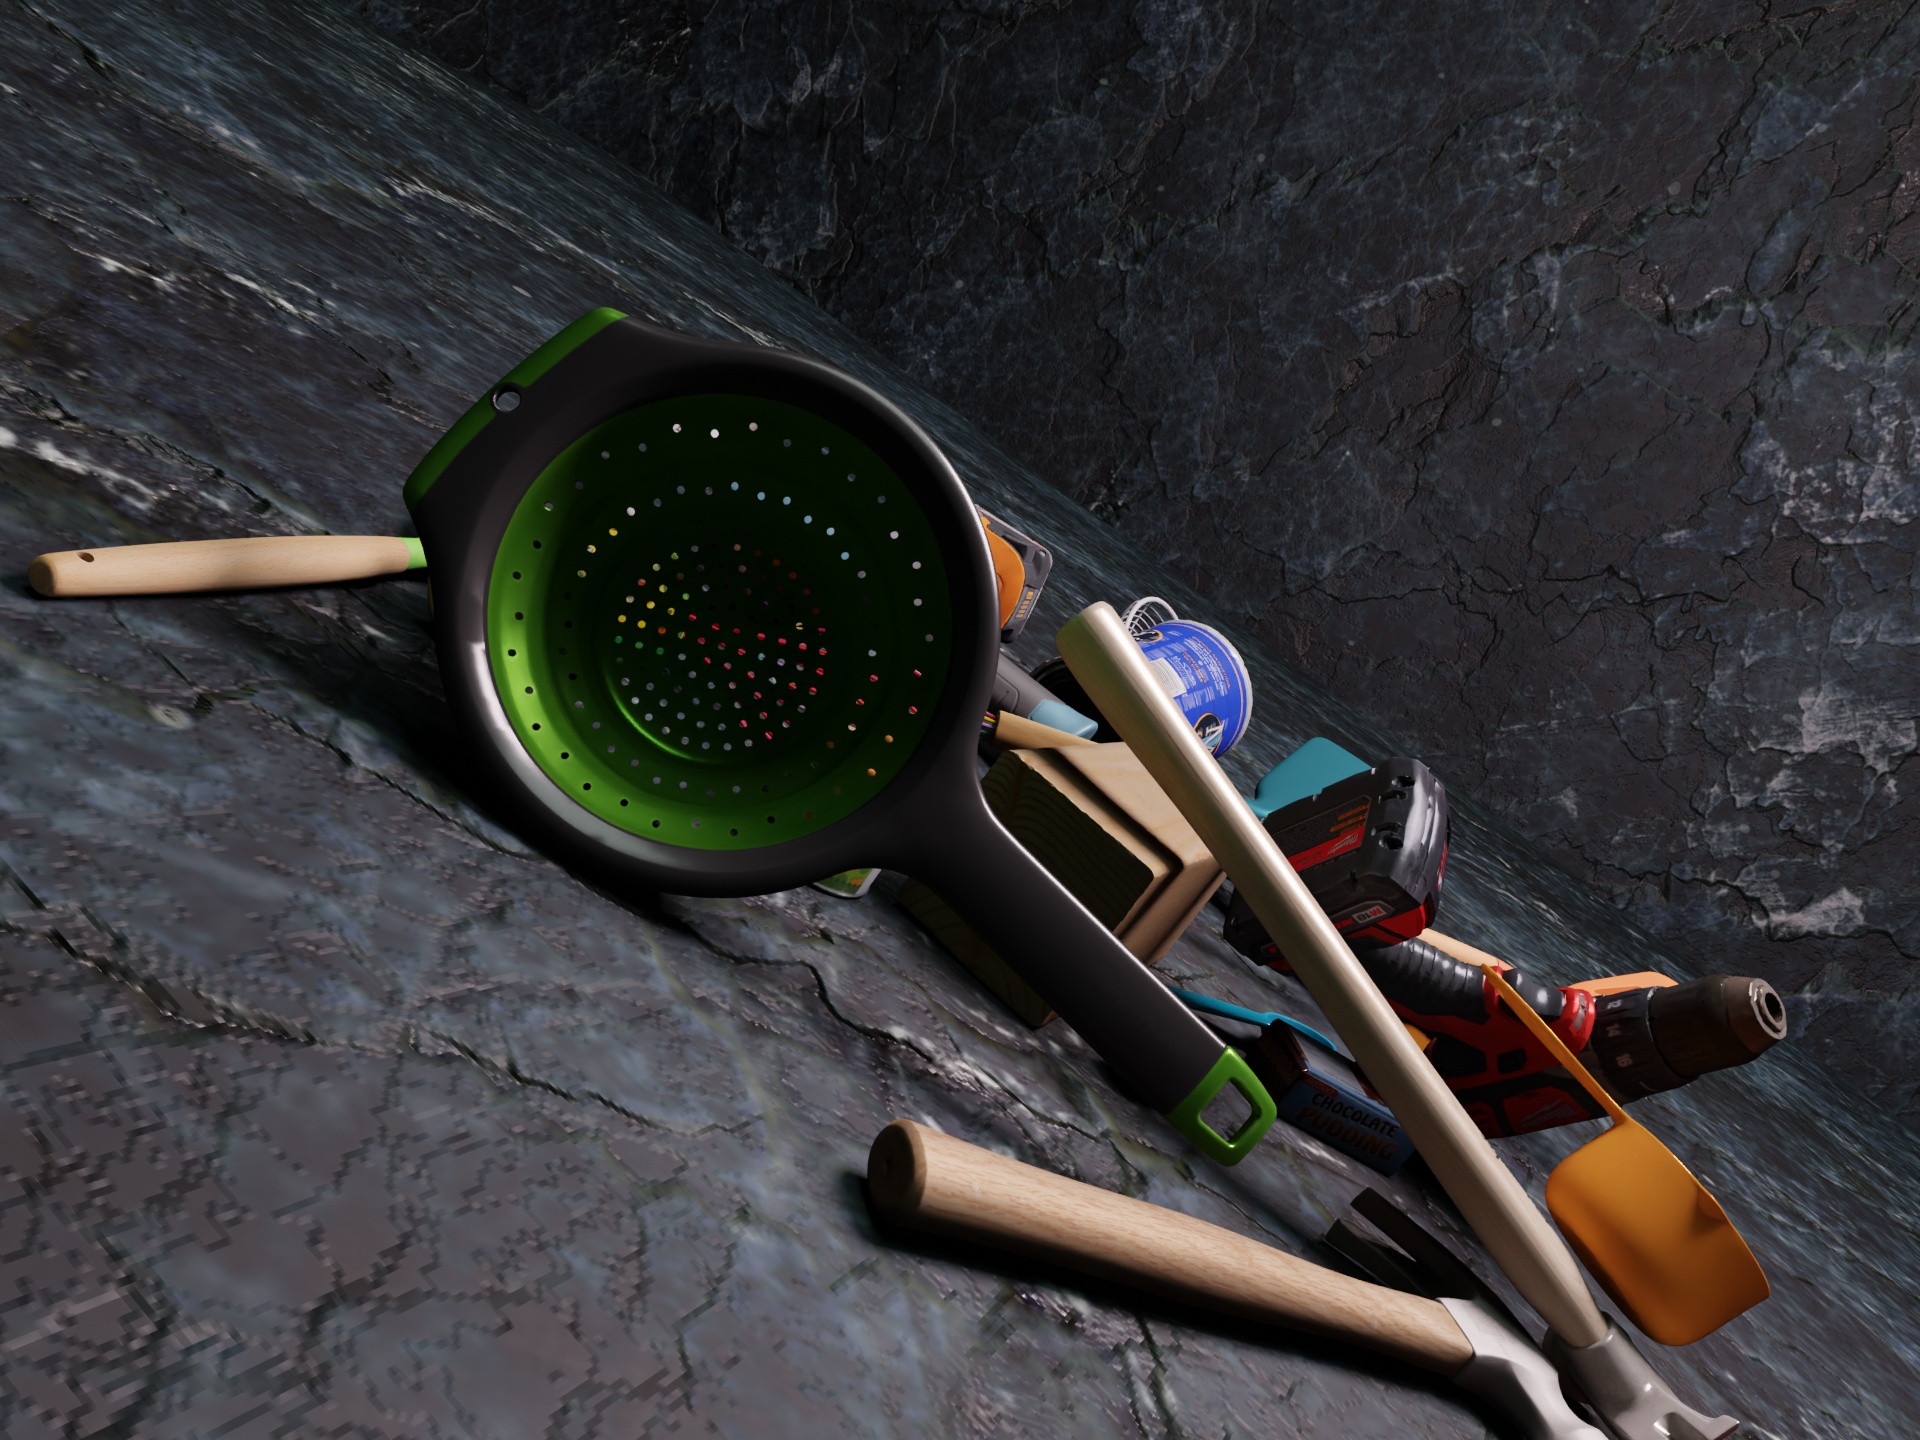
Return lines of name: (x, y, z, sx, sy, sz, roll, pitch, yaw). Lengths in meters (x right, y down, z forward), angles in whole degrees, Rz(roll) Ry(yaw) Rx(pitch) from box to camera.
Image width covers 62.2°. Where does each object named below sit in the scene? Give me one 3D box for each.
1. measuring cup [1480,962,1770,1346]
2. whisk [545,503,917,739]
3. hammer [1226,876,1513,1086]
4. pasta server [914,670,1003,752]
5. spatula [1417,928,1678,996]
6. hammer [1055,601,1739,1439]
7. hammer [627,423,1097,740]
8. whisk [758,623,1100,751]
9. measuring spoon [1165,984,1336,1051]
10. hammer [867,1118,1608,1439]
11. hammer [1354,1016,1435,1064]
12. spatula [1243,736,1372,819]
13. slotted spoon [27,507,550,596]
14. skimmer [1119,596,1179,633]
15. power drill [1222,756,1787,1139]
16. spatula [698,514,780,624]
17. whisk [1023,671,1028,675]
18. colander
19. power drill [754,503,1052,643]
measuring cup: (0.268, 0.189, 0.692, 0.174, 0.052, 0.095, 53, 0, 22)
whisk: (-0.124, -0.040, 0.790, 0.296, 0.073, 0.073, 34, 13, 15)
hammer: (0.231, 0.125, 1.030, 0.335, 0.035, 0.146, 34, 16, 33)
pasta server: (0.026, 0.019, 1.018, 0.060, 0.040, 0.316, 19, 18, -50)
spatula: (0.305, 0.134, 0.963, 0.322, 0.041, 0.081, 22, 15, -10)
hammer: (0.167, 0.119, 0.674, 0.411, 0.038, 0.146, 56, -1, 11)
hammer: (-0.058, -0.083, 0.965, 0.331, 0.128, 0.033, 39, -24, 12)
whisk: (-0.001, -0.004, 0.888, 0.245, 0.047, 0.051, 19, 25, -7)
measuring spoon: (0.141, 0.162, 0.837, 0.128, 0.021, 0.042, 20, 8, -22)
hammer: (0.104, 0.200, 0.577, 0.331, 0.031, 0.130, 27, 16, -30)
hammer: (0.299, 0.203, 1.027, 0.127, 0.034, 0.337, 38, 14, 14)
spatula: (0.143, 0.039, 0.976, 0.317, 0.044, 0.082, 4, 26, -39)
slotted spoon: (-0.249, -0.067, 0.649, 0.070, 0.031, 0.314, 37, 16, 8)
skimmer: (0.195, 0.013, 1.296, 0.364, 0.090, 0.127, -113, 177, -61)
power drill: (0.263, 0.120, 0.782, 0.226, 0.188, 0.080, 40, 48, -17)
spatula: (-0.113, -0.072, 0.827, 0.060, 0.018, 0.316, 33, -4, -1)
whisk: (0.075, -0.006, 1.129, 0.055, 0.055, 0.238, 45, 13, 36)
colander: (-0.034, 0.023, 0.623, 0.397, 0.204, 0.094, 45, -10, -3)
power drill: (-0.033, -0.100, 1.093, 0.164, 0.084, 0.226, 36, 23, 27)
